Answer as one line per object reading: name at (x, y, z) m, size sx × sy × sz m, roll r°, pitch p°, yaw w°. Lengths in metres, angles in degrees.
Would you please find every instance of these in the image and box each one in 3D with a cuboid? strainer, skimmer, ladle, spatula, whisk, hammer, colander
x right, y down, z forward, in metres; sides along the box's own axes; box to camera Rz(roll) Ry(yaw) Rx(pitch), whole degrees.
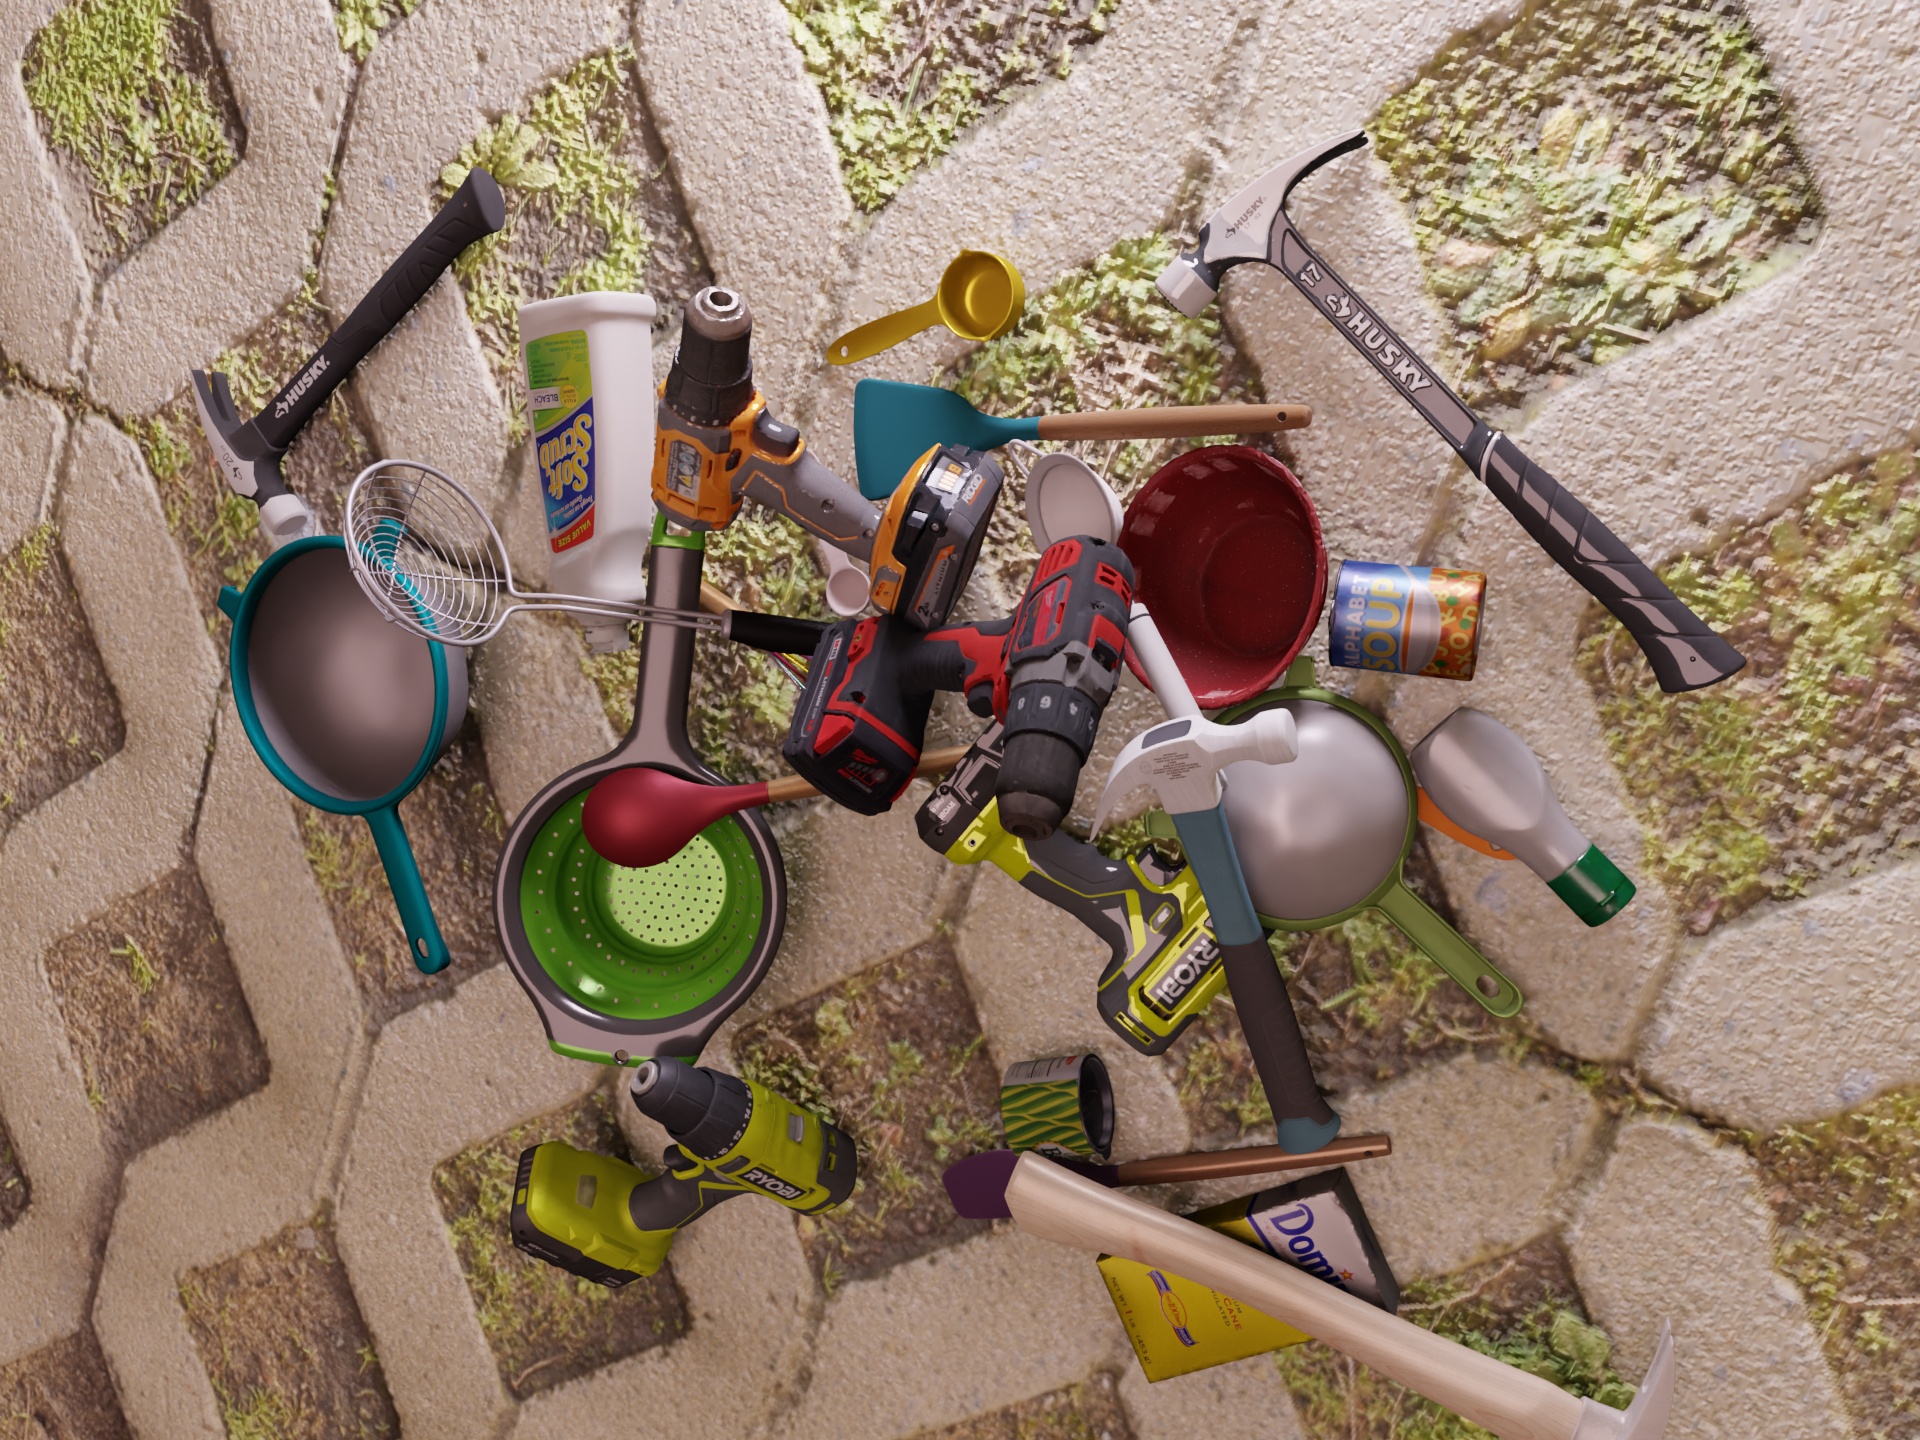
strainer at (-0.432, 0.022, 1.228) m, size 0.211 × 0.095 × 0.340 m, roll -16°, pitch 93°, yaw 25°
skimmer at (-0.209, -0.088, 1.038) m, size 0.363 × 0.127 × 0.090 m, roll 7°, pitch 144°, yaw -14°
strainer at (0.246, 0.090, 0.952) m, size 0.256 × 0.069 × 0.151 m, roll 43°, pitch 89°, yaw 2°
ladle at (-0.104, 0.045, 1.078) m, size 0.315 × 0.031 × 0.069 m, roll -11°, pitch 96°, yaw -1°
strainer at (0.103, -0.070, 0.975) m, size 0.259 × 0.050 × 0.086 m, roll 65°, pitch 150°, yaw 18°
spatula at (0.132, 0.304, 1.078) m, size 0.316 × 0.018 × 0.059 m, roll -13°, pitch 111°, yaw 22°
whisk at (-0.125, -0.050, 1.124) m, size 0.245 × 0.047 × 0.051 m, roll 34°, pitch 111°, yaw 18°
hammer at (0.305, -0.174, 0.944) m, size 0.149 × 0.036 × 0.409 m, roll -45°, pitch 80°, yaw 19°
hammer at (-0.470, -0.302, 1.232) m, size 0.334 × 0.035 × 0.146 m, roll -38°, pitch 83°, yaw 21°
colander at (-0.212, 0.042, 1.140) m, size 0.204 × 0.094 × 0.397 m, roll 6°, pitch 91°, yaw 1°
hammer at (0.171, 0.138, 0.950) m, size 0.128 × 0.033 × 0.330 m, roll -9°, pitch 122°, yaw 24°
hammer at (0.224, 0.359, 0.994) m, size 0.411 × 0.038 × 0.146 m, roll 21°, pitch 104°, yaw 15°
spatula at (0.069, -0.184, 1.008) m, size 0.318 × 0.044 × 0.082 m, roll 4°, pitch 100°, yaw 36°

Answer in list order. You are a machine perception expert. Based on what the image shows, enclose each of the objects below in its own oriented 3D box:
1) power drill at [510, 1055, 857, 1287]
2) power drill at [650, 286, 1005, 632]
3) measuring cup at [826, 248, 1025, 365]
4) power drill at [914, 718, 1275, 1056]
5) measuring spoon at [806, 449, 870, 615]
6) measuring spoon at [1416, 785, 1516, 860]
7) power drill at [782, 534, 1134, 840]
power drill at (-0.215, 0.321, 1.142) m, size 0.228 × 0.190 × 0.080 m, roll -30°, pitch 41°, yaw 26°
power drill at (-0.090, -0.167, 1.016) m, size 0.226 × 0.084 × 0.185 m, roll 25°, pitch 143°, yaw 4°
measuring cup at (-0.024, -0.269, 1.071) m, size 0.156 × 0.029 × 0.062 m, roll -13°, pitch 92°, yaw 34°
power drill at (0.098, 0.082, 1.024) m, size 0.223 × 0.080 × 0.171 m, roll 40°, pitch 98°, yaw 2°
measuring spoon at (-0.089, -0.132, 1.117) m, size 0.034 × 0.018 × 0.124 m, roll -21°, pitch 82°, yaw 23°
measuring spoon at (0.293, 0.056, 0.988) m, size 0.117 × 0.011 × 0.021 m, roll 29°, pitch 106°, yaw 16°
power drill at (-0.002, -0.003, 0.950) m, size 0.227 × 0.080 × 0.188 m, roll -15°, pitch 48°, yaw 41°
